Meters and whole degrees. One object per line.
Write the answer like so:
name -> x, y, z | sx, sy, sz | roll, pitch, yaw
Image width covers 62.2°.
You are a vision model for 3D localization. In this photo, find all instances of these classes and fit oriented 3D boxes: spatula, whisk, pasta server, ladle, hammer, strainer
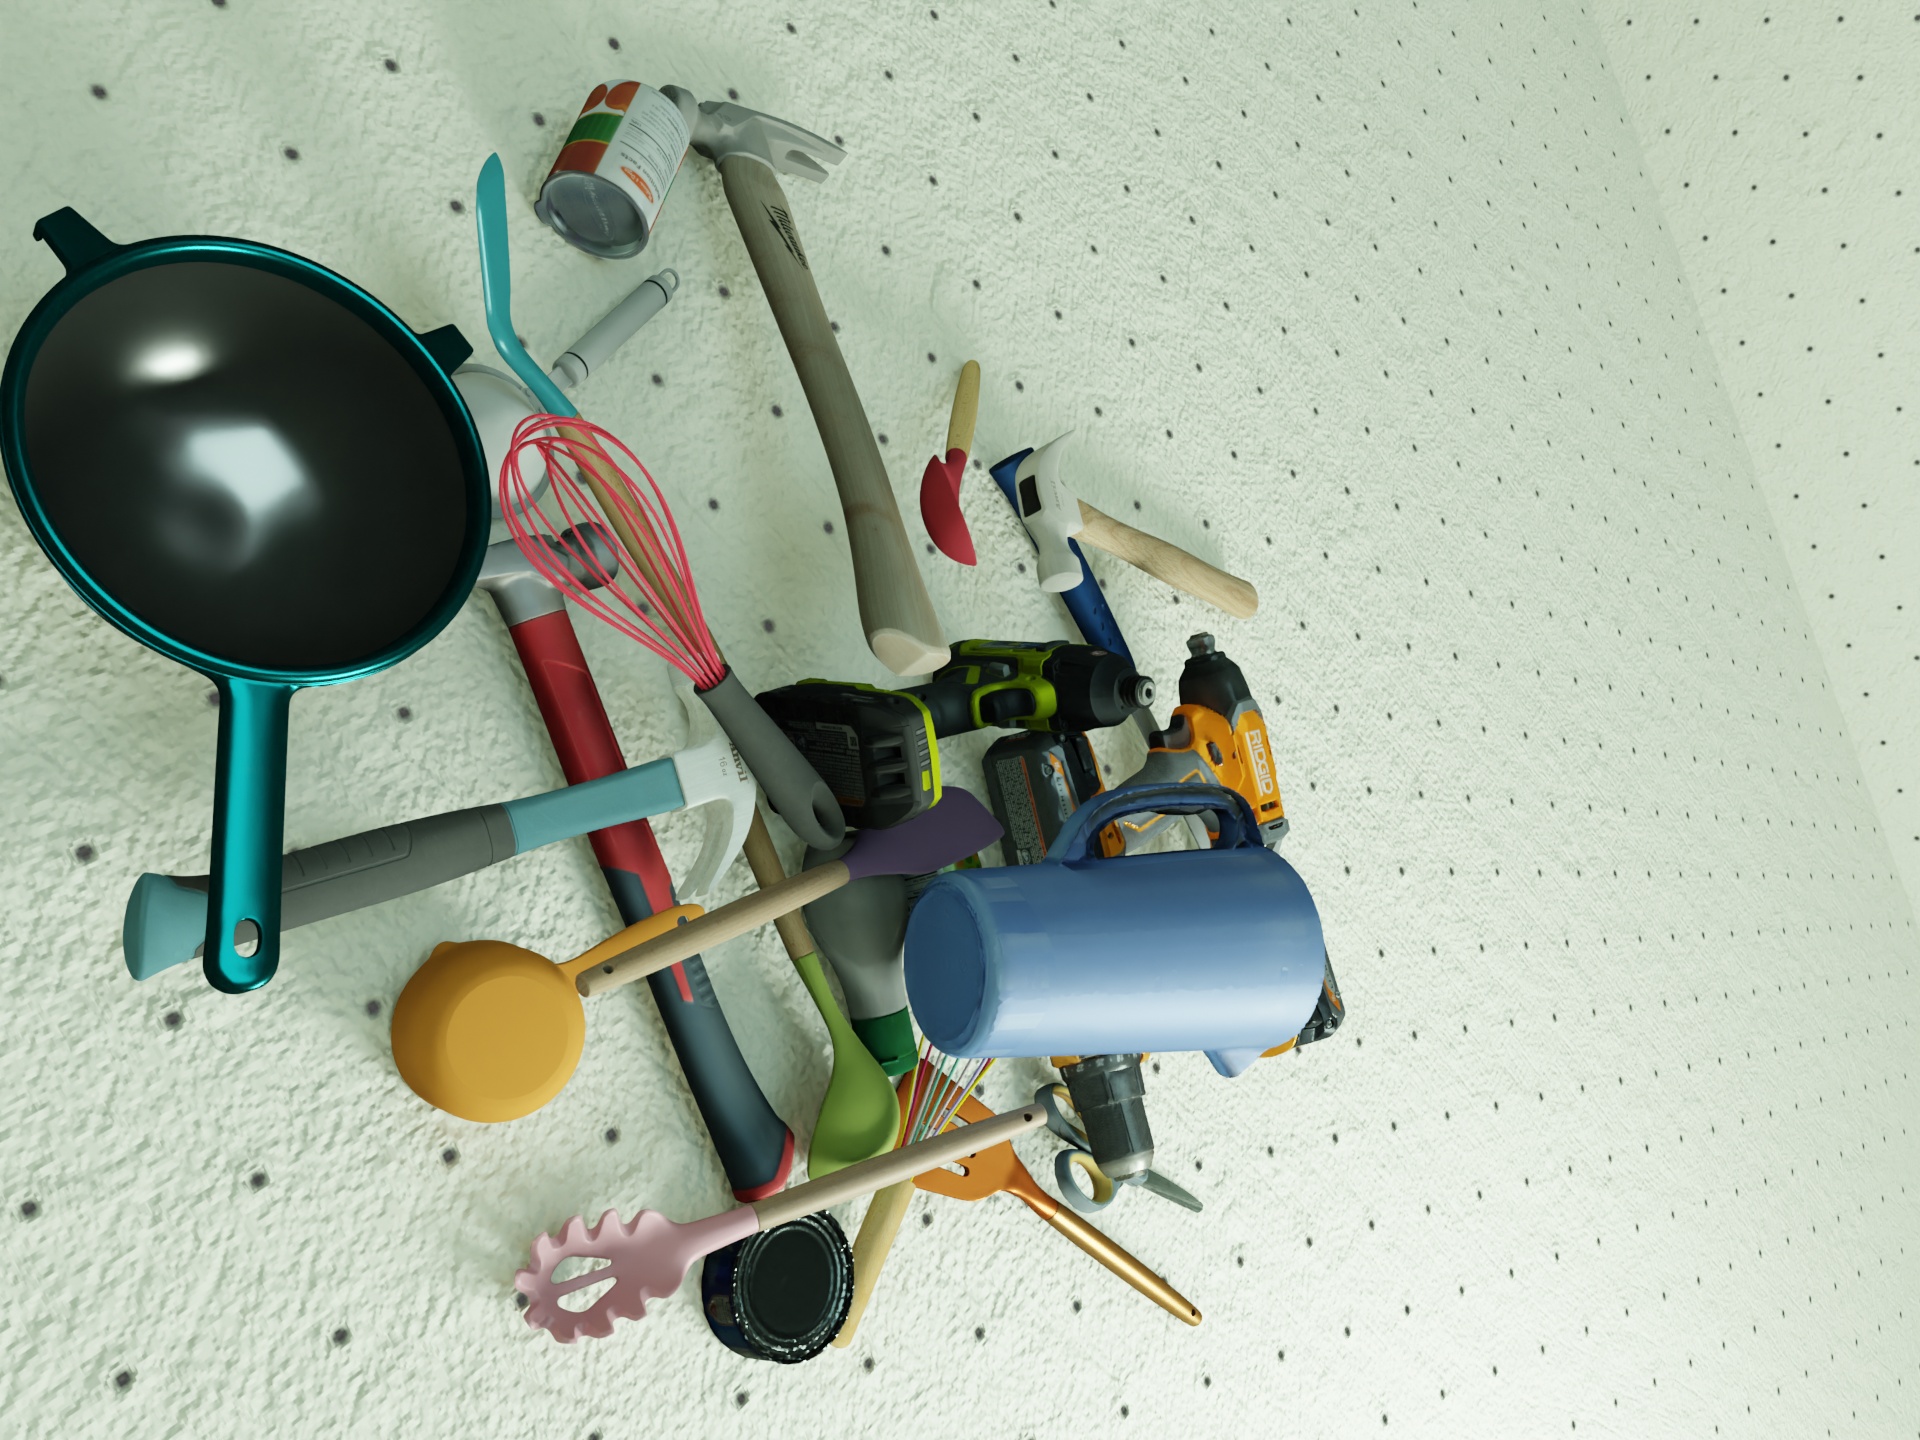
spatula -> 0.066, 0.335, 1.062 | 0.322, 0.041, 0.081 | 45, 53, -32
whisk -> -0.025, 0.259, 0.965 | 0.047, 0.051, 0.245 | 33, 62, -16
pasta server -> -0.085, 0.260, 0.862 | 0.316, 0.040, 0.060 | -12, 72, -28
ladle -> -0.113, 0.118, 0.935 | 0.320, 0.062, 0.078 | 67, 14, 4
hammer -> -0.237, 0.056, 0.782 | 0.331, 0.033, 0.128 | -16, 89, -43
hammer -> 0.145, -0.131, 1.233 | 0.331, 0.031, 0.130 | 15, 58, -52
hammer -> 0.134, -0.023, 1.224 | 0.144, 0.035, 0.405 | -40, 107, -43
ladle -> 0.000, -0.184, 1.051 | 0.316, 0.031, 0.069 | -83, 158, -59
hammer -> -0.188, 0.089, 0.866 | 0.143, 0.038, 0.386 | -25, 96, -45
strainer -> -0.228, -0.198, 0.910 | 0.086, 0.050, 0.259 | 55, 44, -25
whisk -> -0.141, -0.035, 0.830 | 0.295, 0.073, 0.073 | 57, 46, -31
hammer -> -0.078, -0.215, 0.992 | 0.146, 0.038, 0.411 | 0, 63, -45
spatula -> -0.193, -0.147, 0.871 | 0.082, 0.044, 0.317 | -104, 169, -59
spatula -> -0.086, 0.091, 0.892 | 0.060, 0.018, 0.316 | 45, 38, 20
strainer -> -0.329, -0.045, 0.717 | 0.210, 0.095, 0.340 | 10, 70, -42

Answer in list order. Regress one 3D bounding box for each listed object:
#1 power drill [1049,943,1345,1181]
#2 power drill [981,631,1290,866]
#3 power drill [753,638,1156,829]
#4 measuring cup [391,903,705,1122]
power drill -> 0.159, 0.209, 1.113 | 0.226, 0.084, 0.185 | -5, 72, -30
power drill -> 0.131, 0.031, 1.140 | 0.226, 0.084, 0.164 | -14, 91, -33
power drill -> -0.002, -0.003, 0.987 | 0.223, 0.171, 0.080 | -19, 107, -42
measuring cup -> -0.196, 0.136, 0.800 | 0.173, 0.052, 0.095 | -27, 101, -28
